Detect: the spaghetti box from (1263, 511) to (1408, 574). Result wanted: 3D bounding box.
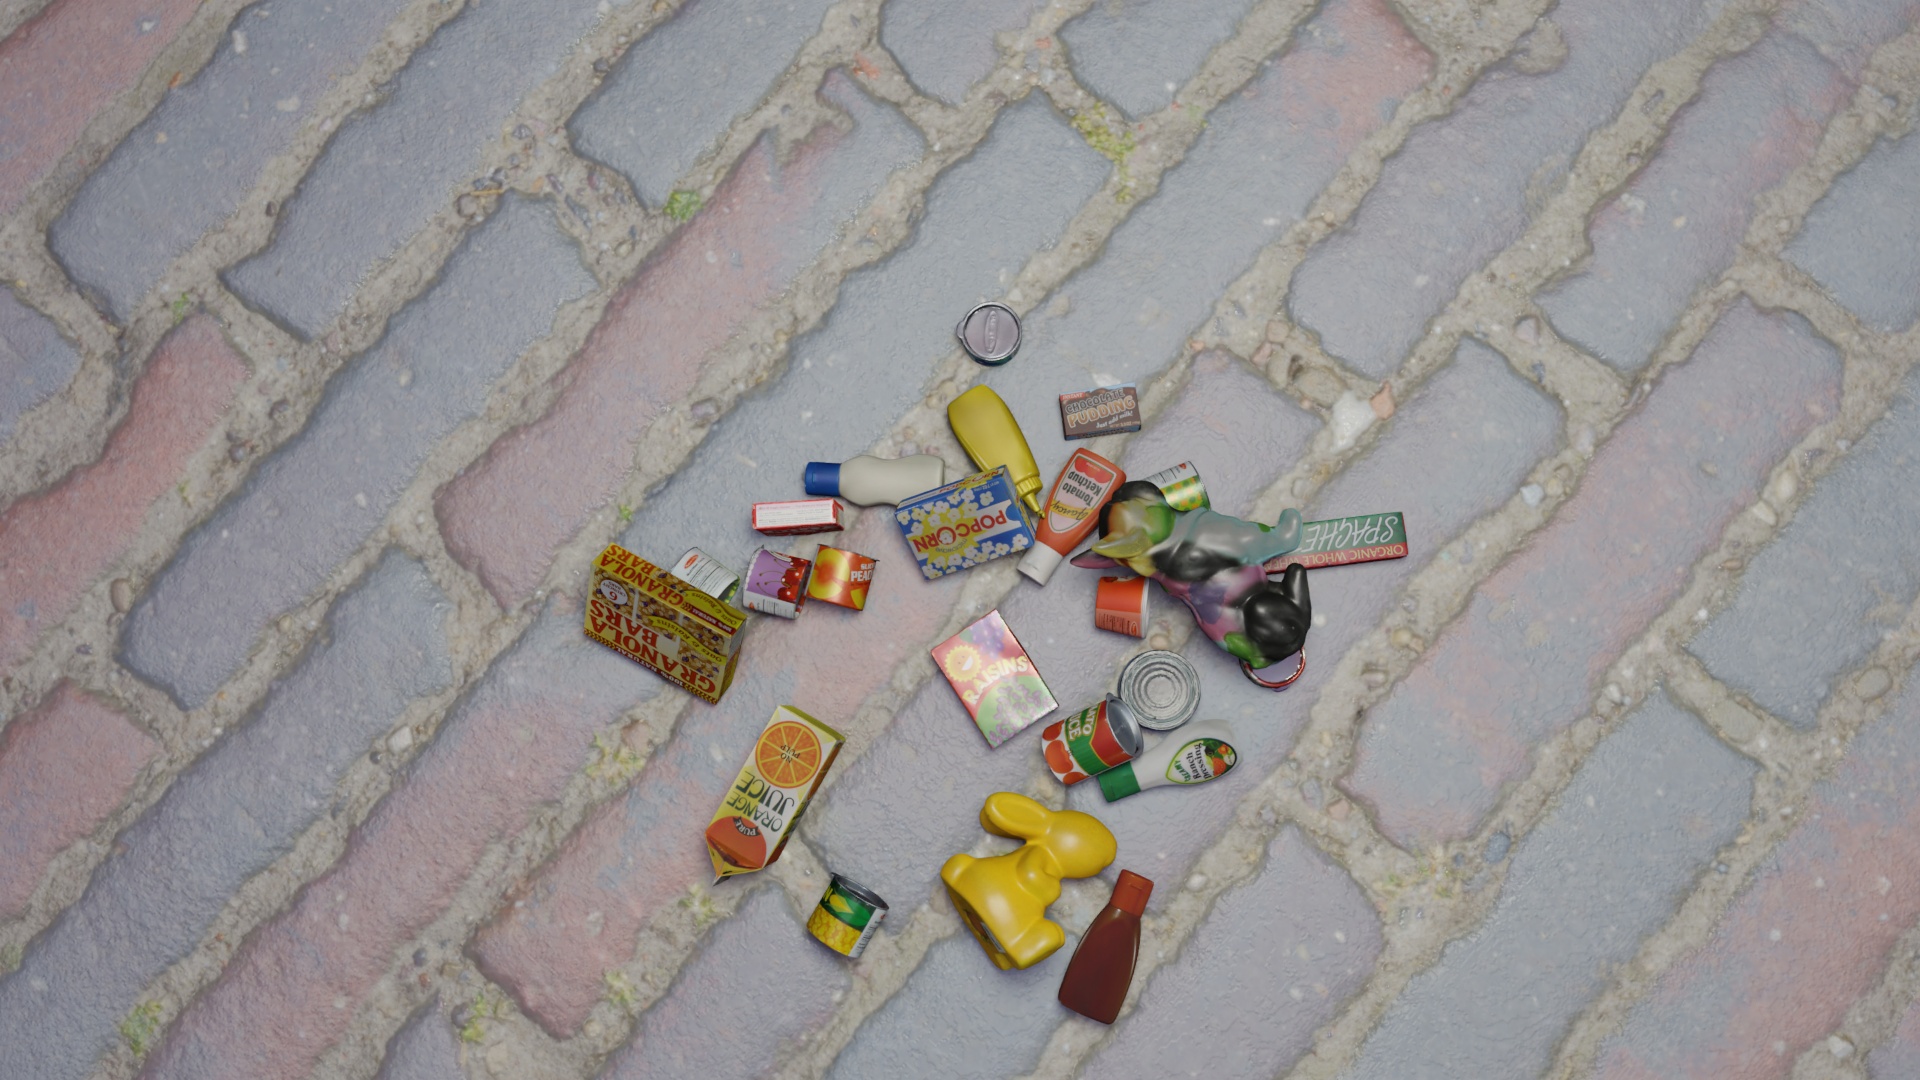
[{"bbox_3d":[0.346,0.008,1.471,0.250,0.028,0.050,-7,84,2],"label":"spaghetti box"}]

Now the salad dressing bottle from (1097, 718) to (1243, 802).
[{"bbox_3d":[0.216,0.231,1.439,0.147,0.044,0.064,-21,114,6],"label":"salad dressing bottle"}]

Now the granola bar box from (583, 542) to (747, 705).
[{"bbox_3d":[-0.309,0.088,1.450,0.166,0.123,0.039,28,46,6],"label":"granola bar box"}]

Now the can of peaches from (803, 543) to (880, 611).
[{"bbox_3d":[-0.125,0.040,1.471,0.071,0.071,0.058,15,85,5],"label":"can of peaches"}]

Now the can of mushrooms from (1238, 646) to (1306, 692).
[{"bbox_3d":[0.328,0.124,1.455,0.071,0.033,0.071,0,82,2],"label":"can of mushrooms"}]

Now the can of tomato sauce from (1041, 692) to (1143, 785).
[{"bbox_3d":[0.134,0.204,1.423,0.083,0.071,0.071,-30,82,27],"label":"can of tomato sauce"}]

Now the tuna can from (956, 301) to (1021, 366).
[{"bbox_3d":[0.032,-0.225,1.514,0.071,0.033,0.071,0,83,3],"label":"tuna can"}]

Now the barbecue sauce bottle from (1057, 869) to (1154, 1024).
[{"bbox_3d":[0.155,0.413,1.422,0.065,0.043,0.148,22,84,5],"label":"barbecue sauce bottle"}]

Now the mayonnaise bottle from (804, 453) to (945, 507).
[{"bbox_3d":[-0.092,-0.064,1.497,0.148,0.041,0.064,3,90,4],"label":"mayonnaise bottle"}]

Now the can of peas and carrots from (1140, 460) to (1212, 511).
[{"bbox_3d":[0.227,-0.041,1.465,0.059,0.071,0.071,-21,82,1],"label":"can of peas and carrots"}]

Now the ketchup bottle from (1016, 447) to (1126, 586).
[{"bbox_3d":[0.114,-0.023,1.479,0.065,0.043,0.149,31,86,19],"label":"ketchup bottle"}]

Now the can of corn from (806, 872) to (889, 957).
[{"bbox_3d":[-0.118,0.385,1.428,0.071,0.071,0.058,30,86,6],"label":"can of corn"}]

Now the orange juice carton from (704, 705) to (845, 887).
[{"bbox_3d":[-0.201,0.272,1.443,0.073,0.071,0.193,29,85,7],"label":"orange juice carton"}]

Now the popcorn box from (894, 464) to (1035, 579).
[{"bbox_3d":[0.005,-0.018,1.454,0.126,0.038,0.085,-18,110,18],"label":"popcorn box"}]

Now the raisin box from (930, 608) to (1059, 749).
[{"bbox_3d":[0.036,0.145,1.464,0.086,0.040,0.123,-33,84,-1],"label":"raisin box"}]

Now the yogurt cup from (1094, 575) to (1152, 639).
[{"bbox_3d":[0.171,0.067,1.456,0.054,0.072,0.072,5,83,12],"label":"yogurt cup"}]

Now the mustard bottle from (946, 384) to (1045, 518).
[{"bbox_3d":[0.046,-0.088,1.483,0.065,0.048,0.160,-31,77,2],"label":"mustard bottle"}]

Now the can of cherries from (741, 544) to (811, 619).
[{"bbox_3d":[-0.194,0.043,1.475,0.058,0.071,0.071,14,84,4],"label":"can of cherries"}]

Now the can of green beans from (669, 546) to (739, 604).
[{"bbox_3d":[-0.277,0.049,1.478,0.058,0.071,0.071,34,86,6],"label":"can of green beans"}]

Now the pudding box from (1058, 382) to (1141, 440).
[{"bbox_3d":[0.151,-0.139,1.499,0.084,0.030,0.049,-8,82,2],"label":"pudding box"}]
